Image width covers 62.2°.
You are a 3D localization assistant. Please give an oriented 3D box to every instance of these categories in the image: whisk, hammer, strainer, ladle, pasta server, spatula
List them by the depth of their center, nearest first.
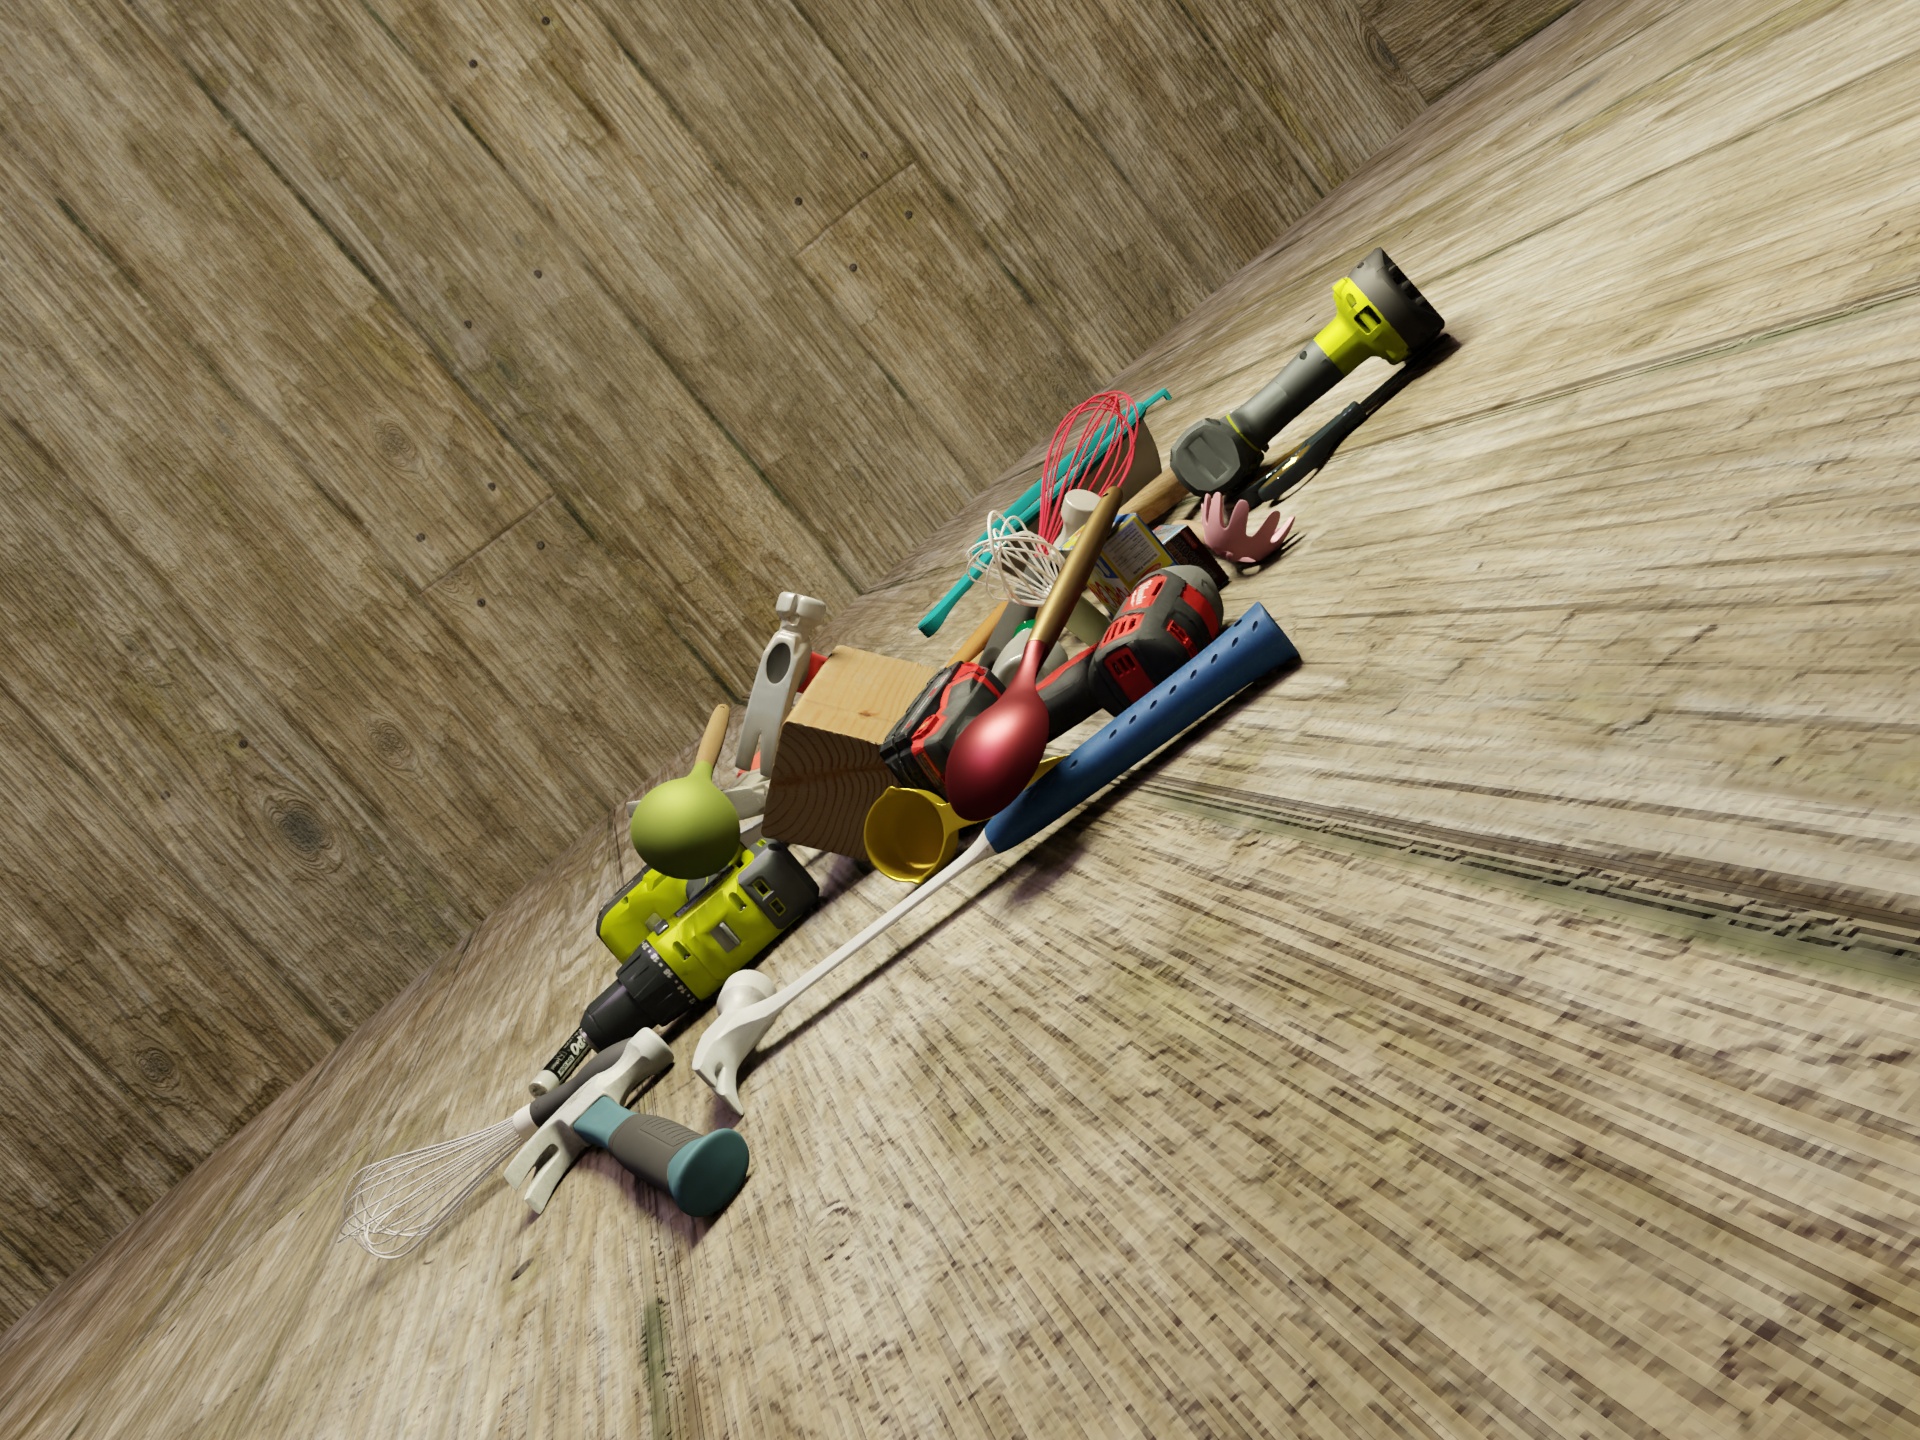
[{"bbox_3d":[0.010,0.074,0.869,0.405,0.035,0.144,-38,10,12],"label":"hammer"},{"bbox_3d":[-0.180,0.232,0.886,0.128,0.033,0.331,-43,10,-23],"label":"hammer"},{"bbox_3d":[0.053,-0.055,0.923,0.069,0.031,0.316,-23,25,35],"label":"ladle"},{"bbox_3d":[0.063,-0.084,1.061,0.058,0.059,0.246,-16,-16,17],"label":"whisk"},{"bbox_3d":[-0.321,0.292,1.098,0.284,0.070,0.070,-33,11,14],"label":"whisk"},{"bbox_3d":[0.186,-0.144,1.179,0.316,0.060,0.040,-92,19,-81],"label":"pasta server"},{"bbox_3d":[-0.202,0.043,1.249,0.320,0.078,0.062,-104,28,-75],"label":"ladle"},{"bbox_3d":[0.076,-0.148,1.326,0.296,0.073,0.073,-66,16,-11],"label":"whisk"},{"bbox_3d":[0.160,-0.182,1.346,0.331,0.031,0.130,-39,-28,-47],"label":"hammer"},{"bbox_3d":[-0.107,-0.017,1.404,0.386,0.038,0.143,18,-93,-79],"label":"hammer"},{"bbox_3d":[-0.184,0.043,1.436,0.149,0.036,0.359,-10,8,5],"label":"hammer"},{"bbox_3d":[0.084,-0.155,1.453,0.340,0.095,0.211,-49,11,-36],"label":"strainer"},{"bbox_3d":[-0.154,0.075,1.475,0.087,0.050,0.258,-26,11,37],"label":"strainer"},{"bbox_3d":[0.035,-0.114,1.602,0.081,0.041,0.323,-29,15,44],"label":"spatula"}]

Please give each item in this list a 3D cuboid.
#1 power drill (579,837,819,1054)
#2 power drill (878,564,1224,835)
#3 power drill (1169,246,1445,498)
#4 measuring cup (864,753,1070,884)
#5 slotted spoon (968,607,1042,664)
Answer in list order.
[{"bbox_3d":[-0.211,0.161,1.201,0.190,0.080,0.228,-41,13,-12],"label":"power drill"},{"bbox_3d":[0.065,-0.022,0.986,0.219,0.078,0.143,-29,15,35],"label":"power drill"},{"bbox_3d":[0.271,-0.266,1.269,0.223,0.080,0.171,-41,-3,19],"label":"power drill"},{"bbox_3d":[0.014,0.052,0.955,0.156,0.062,0.029,-23,-11,22],"label":"measuring cup"},{"bbox_3d":[-0.023,-0.010,1.402,0.314,0.031,0.070,-42,10,-22],"label":"slotted spoon"}]
